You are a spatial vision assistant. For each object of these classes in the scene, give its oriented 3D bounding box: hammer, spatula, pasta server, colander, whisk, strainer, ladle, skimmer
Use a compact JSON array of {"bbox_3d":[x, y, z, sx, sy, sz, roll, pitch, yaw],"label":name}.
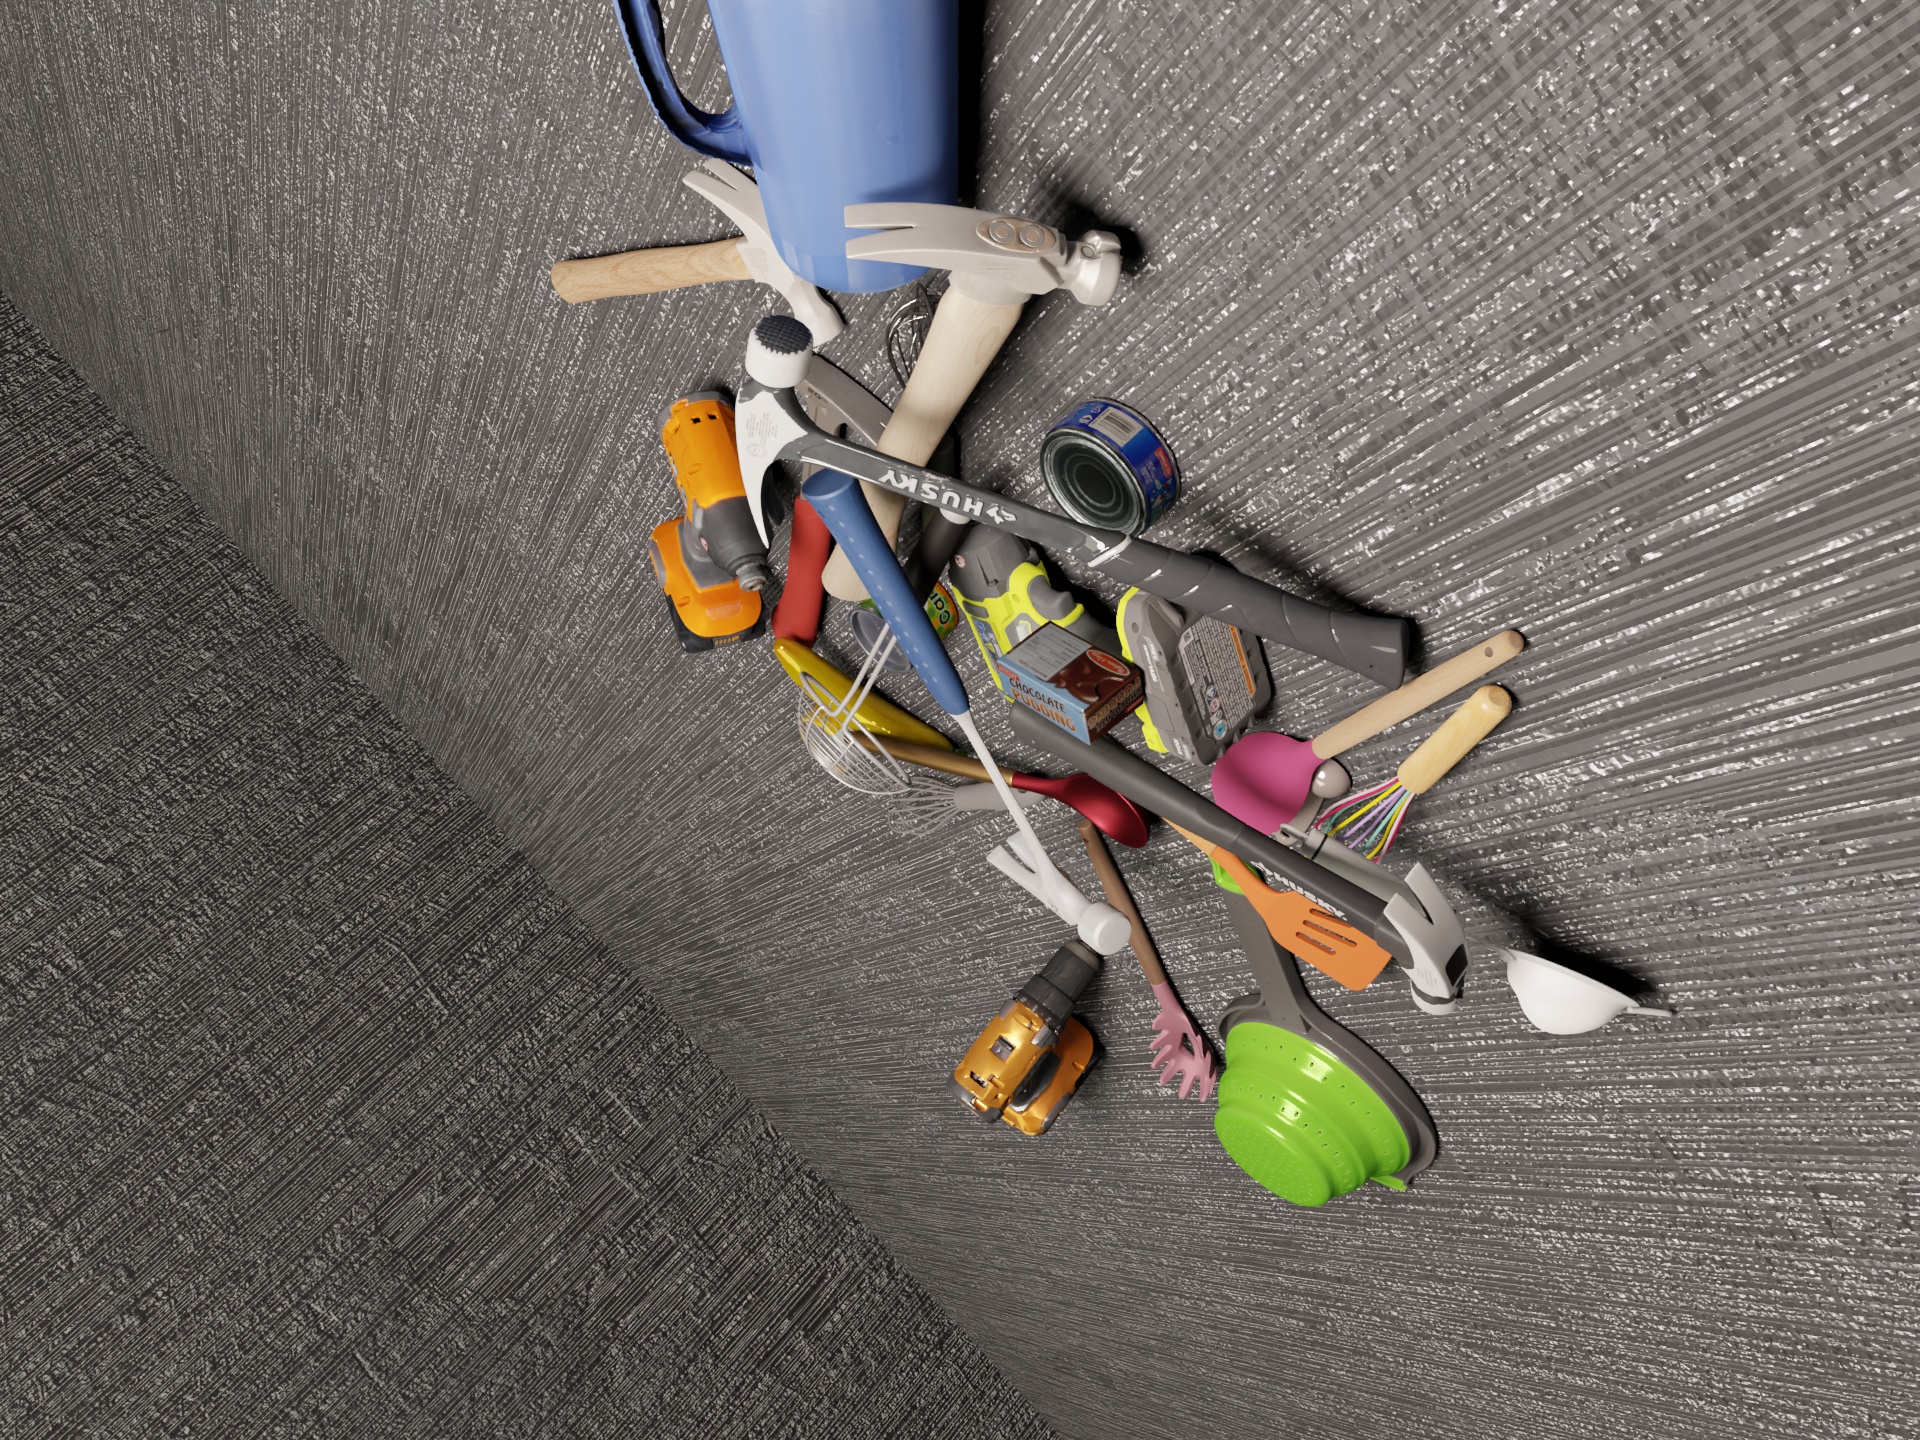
[{"bbox_3d":[-0.215,-0.333,1.165,0.331,0.031,0.130,13,140,49],"label":"hammer"},{"bbox_3d":[0.175,0.076,1.161,0.323,0.041,0.081,42,136,26],"label":"spatula"},{"bbox_3d":[0.160,0.212,1.384,0.060,0.040,0.316,2,130,39],"label":"pasta server"},{"bbox_3d":[0.247,0.269,1.268,0.205,0.094,0.396,15,141,47],"label":"colander"},{"bbox_3d":[-0.002,-0.003,1.093,0.144,0.035,0.405,33,158,53],"label":"hammer"},{"bbox_3d":[-0.040,-0.176,0.993,0.410,0.146,0.038,127,143,-63],"label":"hammer"},{"bbox_3d":[0.002,0.071,1.408,0.055,0.055,0.239,54,150,-16],"label":"whisk"},{"bbox_3d":[0.310,0.133,0.984,0.258,0.050,0.086,31,173,9],"label":"strainer"},{"bbox_3d":[-0.111,-0.150,1.271,0.149,0.037,0.358,40,153,12],"label":"hammer"},{"bbox_3d":[-0.017,-0.193,1.066,0.246,0.058,0.059,88,166,-58],"label":"whisk"},{"bbox_3d":[0.163,0.066,0.997,0.335,0.035,0.146,31,165,31],"label":"hammer"},{"bbox_3d":[0.064,-0.099,0.907,0.409,0.036,0.149,20,141,0],"label":"hammer"},{"bbox_3d":[0.272,0.044,0.980,0.047,0.051,0.244,23,148,-1],"label":"whisk"},{"bbox_3d":[0.025,0.045,1.311,0.316,0.031,0.069,14,138,35],"label":"ladle"},{"bbox_3d":[-0.042,-0.059,1.171,0.127,0.090,0.363,47,143,11],"label":"skimmer"}]

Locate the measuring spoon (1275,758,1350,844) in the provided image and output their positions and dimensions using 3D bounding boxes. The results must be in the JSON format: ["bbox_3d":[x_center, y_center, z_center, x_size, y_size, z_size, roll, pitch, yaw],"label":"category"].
[{"bbox_3d":[0.232,0.061,1.079,0.034,0.018,0.124,39,154,14],"label":"measuring spoon"}]

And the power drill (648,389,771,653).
[{"bbox_3d":[-0.199,-0.141,1.302,0.226,0.084,0.164,115,137,-64],"label":"power drill"}]

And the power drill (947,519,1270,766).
[{"bbox_3d":[0.085,-0.065,1.057,0.223,0.080,0.171,22,145,46],"label":"power drill"}]

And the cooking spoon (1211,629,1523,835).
[{"bbox_3d":[0.237,0.009,0.981,0.319,0.017,0.069,-42,63,61],"label":"cooking spoon"}]

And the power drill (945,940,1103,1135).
[{"bbox_3d":[0.079,0.308,1.535,0.084,0.185,0.226,35,171,22],"label":"power drill"}]
